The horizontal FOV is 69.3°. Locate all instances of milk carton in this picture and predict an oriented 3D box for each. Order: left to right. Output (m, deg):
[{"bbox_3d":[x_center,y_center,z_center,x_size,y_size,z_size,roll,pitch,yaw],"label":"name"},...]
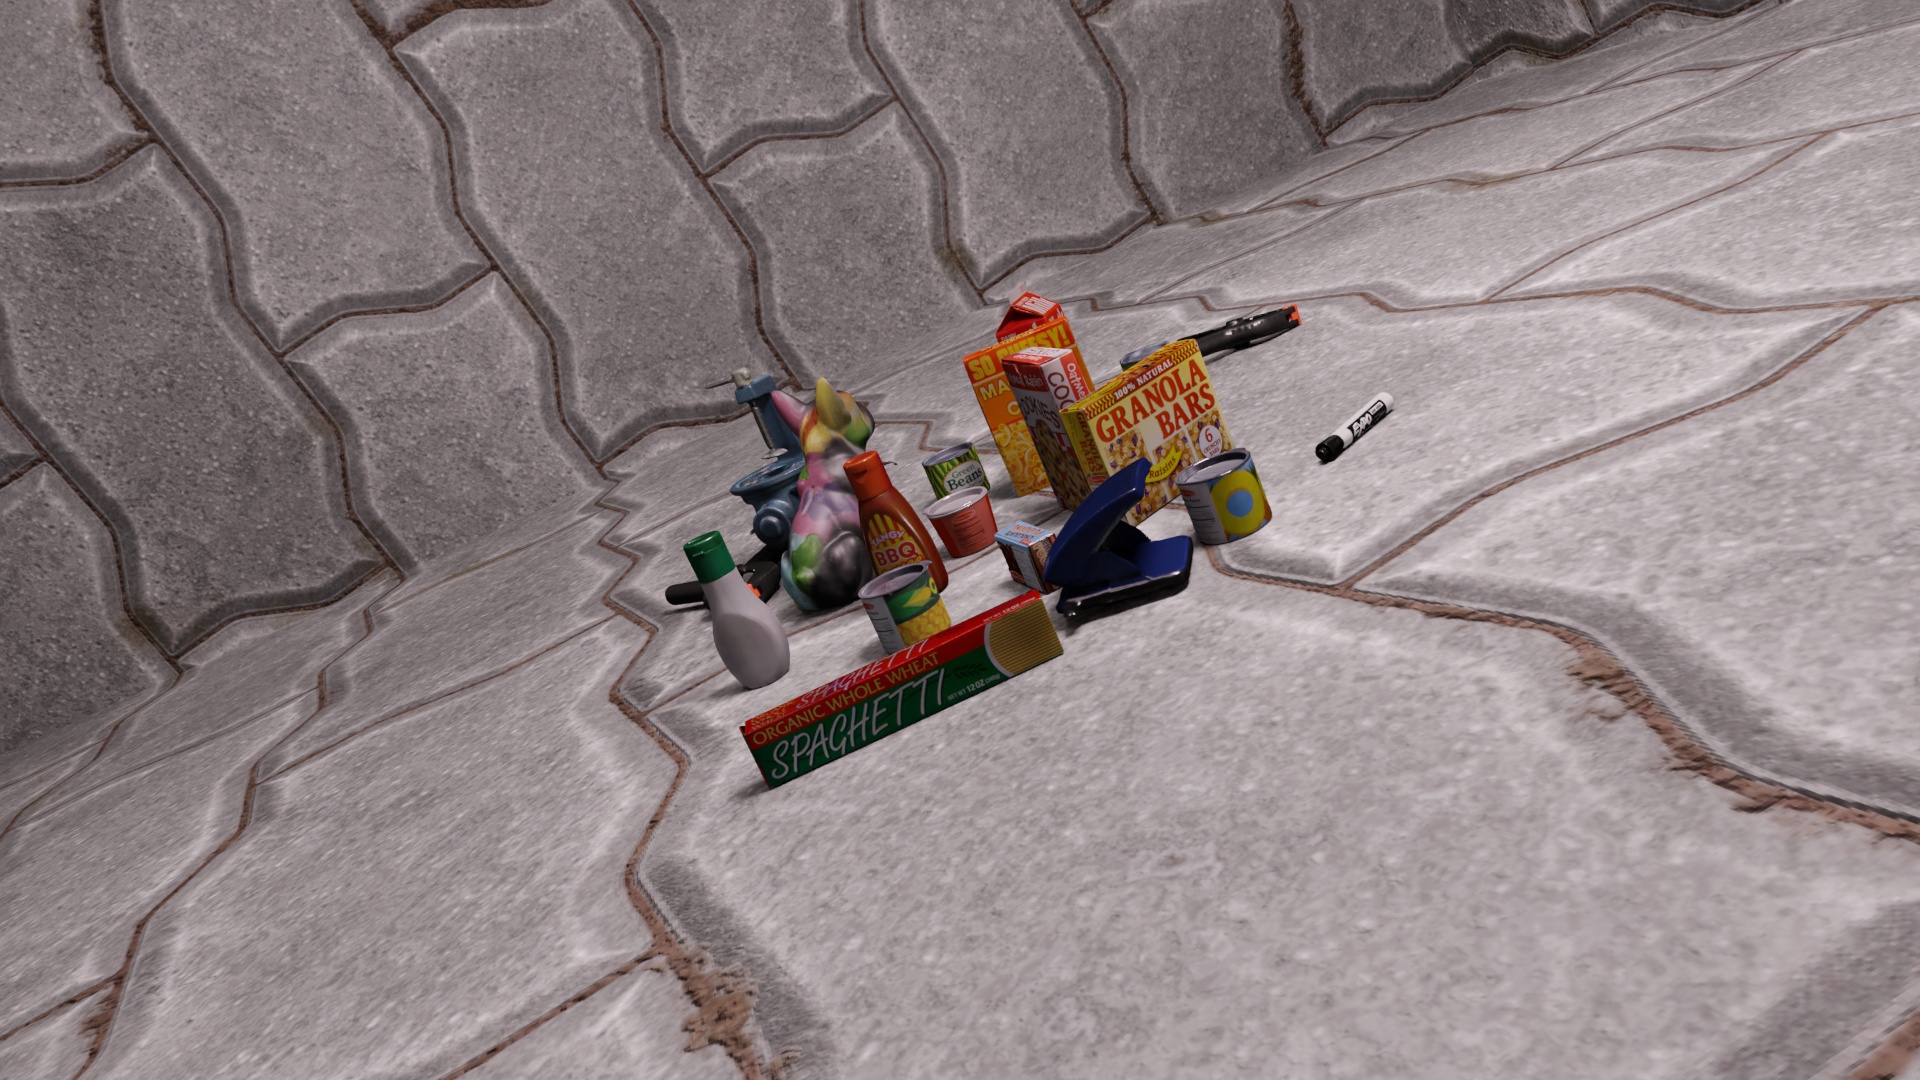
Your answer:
[{"bbox_3d":[0.104,-0.230,1.751,0.073,0.190,0.073,-17,16,25],"label":"milk carton"}]

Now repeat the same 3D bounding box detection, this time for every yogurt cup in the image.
[{"bbox_3d":[0.005,-0.018,1.428,0.072,0.054,0.072,-22,15,6],"label":"yogurt cup"}]

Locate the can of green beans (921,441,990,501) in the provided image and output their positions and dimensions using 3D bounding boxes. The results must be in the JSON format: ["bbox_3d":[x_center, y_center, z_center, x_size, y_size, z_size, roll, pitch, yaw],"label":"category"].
[{"bbox_3d":[-0.005,-0.077,1.642,0.071,0.057,0.071,-22,15,6],"label":"can of green beans"}]

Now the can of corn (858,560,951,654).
[{"bbox_3d":[-0.046,0.059,1.228,0.071,0.058,0.071,-22,15,6],"label":"can of corn"}]

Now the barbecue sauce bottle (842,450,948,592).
[{"bbox_3d":[-0.067,-0.013,1.333,0.065,0.148,0.044,-19,15,18],"label":"barbecue sauce bottle"}]

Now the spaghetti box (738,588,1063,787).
[{"bbox_3d":[-0.044,0.112,1.054,0.250,0.050,0.029,-24,14,-4],"label":"spaghetti box"}]

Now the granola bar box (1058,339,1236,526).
[{"bbox_3d":[0.180,-0.102,1.319,0.166,0.124,0.039,-33,17,-33],"label":"granola bar box"}]

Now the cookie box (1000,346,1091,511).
[{"bbox_3d":[0.103,-0.107,1.369,0.040,0.167,0.123,-26,15,-11],"label":"cookie box"}]

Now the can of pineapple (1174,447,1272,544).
[{"bbox_3d":[0.222,-0.037,1.160,0.071,0.057,0.071,-22,15,6],"label":"can of pineapple"}]

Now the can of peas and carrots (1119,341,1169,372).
[{"bbox_3d":[0.238,-0.208,1.734,0.071,0.058,0.071,-22,15,6],"label":"can of peas and carrots"}]

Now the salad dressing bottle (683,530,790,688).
[{"bbox_3d":[-0.208,0.063,1.282,0.064,0.147,0.044,-19,15,17],"label":"salad dressing bottle"}]

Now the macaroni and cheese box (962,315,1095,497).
[{"bbox_3d":[0.090,-0.147,1.532,0.123,0.166,0.040,-21,14,9],"label":"macaroni and cheese box"}]

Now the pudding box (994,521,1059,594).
[{"bbox_3d":[0.064,0.014,1.234,0.030,0.049,0.084,-27,15,-14],"label":"pudding box"}]
